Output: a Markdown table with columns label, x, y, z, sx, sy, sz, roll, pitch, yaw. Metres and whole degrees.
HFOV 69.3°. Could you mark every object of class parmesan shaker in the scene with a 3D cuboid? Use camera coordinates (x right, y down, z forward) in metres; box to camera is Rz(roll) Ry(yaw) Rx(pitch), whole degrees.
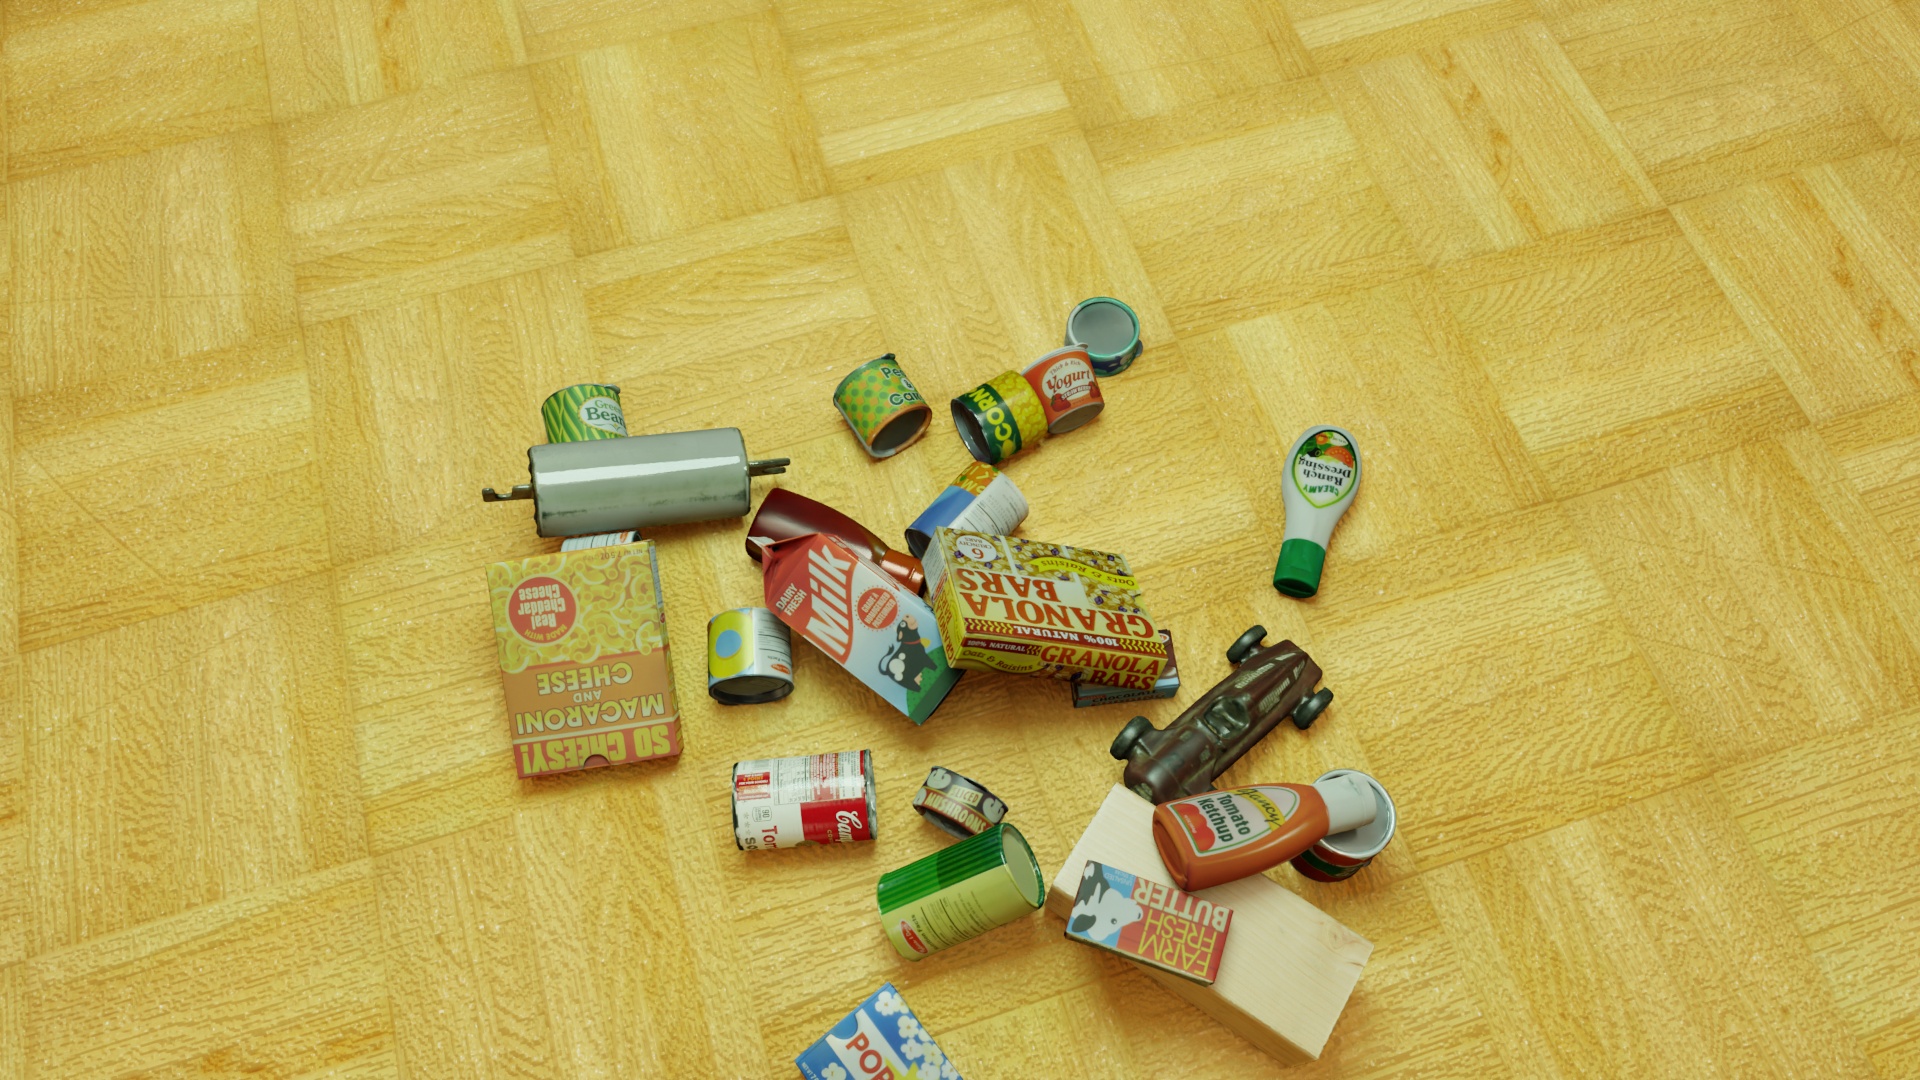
| label | x | y | z | sx | sy | sz | roll | pitch | yaw |
| --- | --- | --- | --- | --- | --- | --- | --- | --- | --- |
| parmesan shaker | 0.002 | 0.252 | 0.991 | 0.103 | 0.071 | 0.071 | -27 | 65 | 16 |

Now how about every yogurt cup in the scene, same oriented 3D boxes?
| label | x | y | z | sx | sy | sz | roll | pitch | yaw |
| --- | --- | --- | --- | --- | --- | --- | --- | --- | --- |
| yogurt cup | 0.089 | -0.127 | 1.193 | 0.072 | 0.072 | 0.054 | -22 | 75 | -10 |

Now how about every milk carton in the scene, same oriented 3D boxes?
| label | x | y | z | sx | sy | sz | roll | pitch | yaw |
| --- | --- | --- | --- | --- | --- | --- | --- | --- | --- |
| milk carton | -0.081 | 0.054 | 1.073 | 0.191 | 0.072 | 0.073 | 37 | 92 | 6 |

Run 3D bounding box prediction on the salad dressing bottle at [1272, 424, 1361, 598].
| label | x | y | z | sx | sy | sz | roll | pitch | yaw |
| --- | --- | --- | --- | --- | --- | --- | --- | --- | --- |
| salad dressing bottle | 0.293 | -0.024 | 1.154 | 0.064 | 0.043 | 0.148 | 15 | 66 | 9 |

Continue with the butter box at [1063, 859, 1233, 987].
| label | x | y | z | sx | sy | sz | roll | pitch | yaw |
| --- | --- | --- | --- | --- | --- | --- | --- | --- | --- |
| butter box | 0.126 | 0.257 | 0.932 | 0.103 | 0.024 | 0.053 | 17 | 67 | 8 |

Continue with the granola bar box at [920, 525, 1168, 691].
| label | x | y | z | sx | sy | sz | roll | pitch | yaw |
| --- | --- | --- | --- | --- | --- | --- | --- | --- | --- |
| granola bar box | 0.063 | 0.051 | 1.055 | 0.166 | 0.038 | 0.125 | 9 | 36 | -20 |

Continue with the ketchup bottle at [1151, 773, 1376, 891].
| label | x | y | z | sx | sy | sz | roll | pitch | yaw |
| --- | --- | --- | --- | --- | --- | --- | --- | --- | --- |
| ketchup bottle | 0.210 | 0.194 | 0.952 | 0.149 | 0.043 | 0.065 | -11 | 36 | -13 |

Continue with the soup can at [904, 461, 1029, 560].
| label | x | y | z | sx | sy | sz | roll | pitch | yaw |
| --- | --- | --- | --- | --- | --- | --- | --- | --- | --- |
| soup can | 0.004 | -0.014 | 1.138 | 0.071 | 0.071 | 0.084 | 37 | 69 | 16 |

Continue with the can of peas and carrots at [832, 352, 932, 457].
| label | x | y | z | sx | sy | sz | roll | pitch | yaw |
| --- | --- | --- | --- | --- | --- | --- | --- | --- | --- |
| can of peas and carrots | -0.064 | -0.114 | 1.182 | 0.071 | 0.070 | 0.059 | -30 | 69 | -13 |

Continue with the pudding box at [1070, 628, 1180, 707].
| label | x | y | z | sx | sy | sz | roll | pitch | yaw |
| --- | --- | --- | --- | --- | --- | --- | --- | --- | --- |
| pudding box | 0.128 | 0.102 | 1.101 | 0.084 | 0.030 | 0.050 | -7 | 64 | -3 |

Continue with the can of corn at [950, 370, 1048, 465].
| label | x | y | z | sx | sy | sz | roll | pitch | yaw |
| --- | --- | --- | --- | --- | --- | --- | --- | --- | --- |
| can of corn | 0.033 | -0.104 | 1.177 | 0.058 | 0.071 | 0.071 | -29 | 68 | -14 |

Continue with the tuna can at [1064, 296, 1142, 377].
| label | x | y | z | sx | sy | sz | roll | pitch | yaw |
| --- | --- | --- | --- | --- | --- | --- | --- | --- | --- |
| tuna can | 0.128 | -0.181 | 1.235 | 0.071 | 0.032 | 0.071 | 0 | 65 | 0 |

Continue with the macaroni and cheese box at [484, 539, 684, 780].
| label | x | y | z | sx | sy | sz | roll | pitch | yaw |
| --- | --- | --- | --- | --- | --- | --- | --- | --- | --- |
| macaroni and cheese box | -0.286 | 0.090 | 1.061 | 0.124 | 0.040 | 0.166 | -8 | 92 | -4 |

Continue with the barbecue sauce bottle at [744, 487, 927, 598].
| label | x | y | z | sx | sy | sz | roll | pitch | yaw |
| --- | --- | --- | --- | --- | --- | --- | --- | --- | --- |
| barbecue sauce bottle | -0.098 | 0.010 | 1.137 | 0.148 | 0.043 | 0.065 | 21 | 72 | 9 |

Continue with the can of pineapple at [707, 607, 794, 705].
| label | x | y | z | sx | sy | sz | roll | pitch | yaw |
| --- | --- | --- | --- | --- | --- | --- | --- | --- | --- |
| can of pineapple | -0.166 | 0.091 | 1.086 | 0.071 | 0.070 | 0.058 | -5 | 64 | -3 |

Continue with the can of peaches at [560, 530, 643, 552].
| label | x | y | z | sx | sy | sz | roll | pitch | yaw |
| --- | --- | --- | --- | --- | --- | --- | --- | --- | --- |
| can of peaches | -0.285 | 0.030 | 1.116 | 0.058 | 0.071 | 0.071 | -6 | 65 | -3 |

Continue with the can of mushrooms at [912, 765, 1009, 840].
| label | x | y | z | sx | sy | sz | roll | pitch | yaw |
| --- | --- | --- | --- | --- | --- | --- | --- | --- | --- |
| can of mushrooms | 0.000 | 0.198 | 1.033 | 0.071 | 0.070 | 0.033 | 27 | 69 | 12 |

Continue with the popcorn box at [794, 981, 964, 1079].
| label | x | y | z | sx | sy | sz | roll | pitch | yaw |
| --- | --- | --- | --- | --- | --- | --- | --- | --- | --- |
| popcorn box | -0.043 | 0.386 | 0.961 | 0.085 | 0.038 | 0.127 | -36 | 70 | -15 |

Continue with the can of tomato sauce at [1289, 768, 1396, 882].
| label | x | y | z | sx | sy | sz | roll | pitch | yaw |
| --- | --- | --- | --- | --- | --- | --- | --- | --- | --- |
| can of tomato sauce | 0.278 | 0.211 | 1.021 | 0.071 | 0.082 | 0.071 | 0 | 65 | 0 |

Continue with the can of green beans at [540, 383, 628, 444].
| label | x | y | z | sx | sy | sz | roll | pitch | yaw |
| --- | --- | --- | --- | --- | --- | --- | --- | --- | --- |
| can of green beans | -0.315 | -0.090 | 1.171 | 0.071 | 0.071 | 0.058 | -16 | 66 | -8 |
